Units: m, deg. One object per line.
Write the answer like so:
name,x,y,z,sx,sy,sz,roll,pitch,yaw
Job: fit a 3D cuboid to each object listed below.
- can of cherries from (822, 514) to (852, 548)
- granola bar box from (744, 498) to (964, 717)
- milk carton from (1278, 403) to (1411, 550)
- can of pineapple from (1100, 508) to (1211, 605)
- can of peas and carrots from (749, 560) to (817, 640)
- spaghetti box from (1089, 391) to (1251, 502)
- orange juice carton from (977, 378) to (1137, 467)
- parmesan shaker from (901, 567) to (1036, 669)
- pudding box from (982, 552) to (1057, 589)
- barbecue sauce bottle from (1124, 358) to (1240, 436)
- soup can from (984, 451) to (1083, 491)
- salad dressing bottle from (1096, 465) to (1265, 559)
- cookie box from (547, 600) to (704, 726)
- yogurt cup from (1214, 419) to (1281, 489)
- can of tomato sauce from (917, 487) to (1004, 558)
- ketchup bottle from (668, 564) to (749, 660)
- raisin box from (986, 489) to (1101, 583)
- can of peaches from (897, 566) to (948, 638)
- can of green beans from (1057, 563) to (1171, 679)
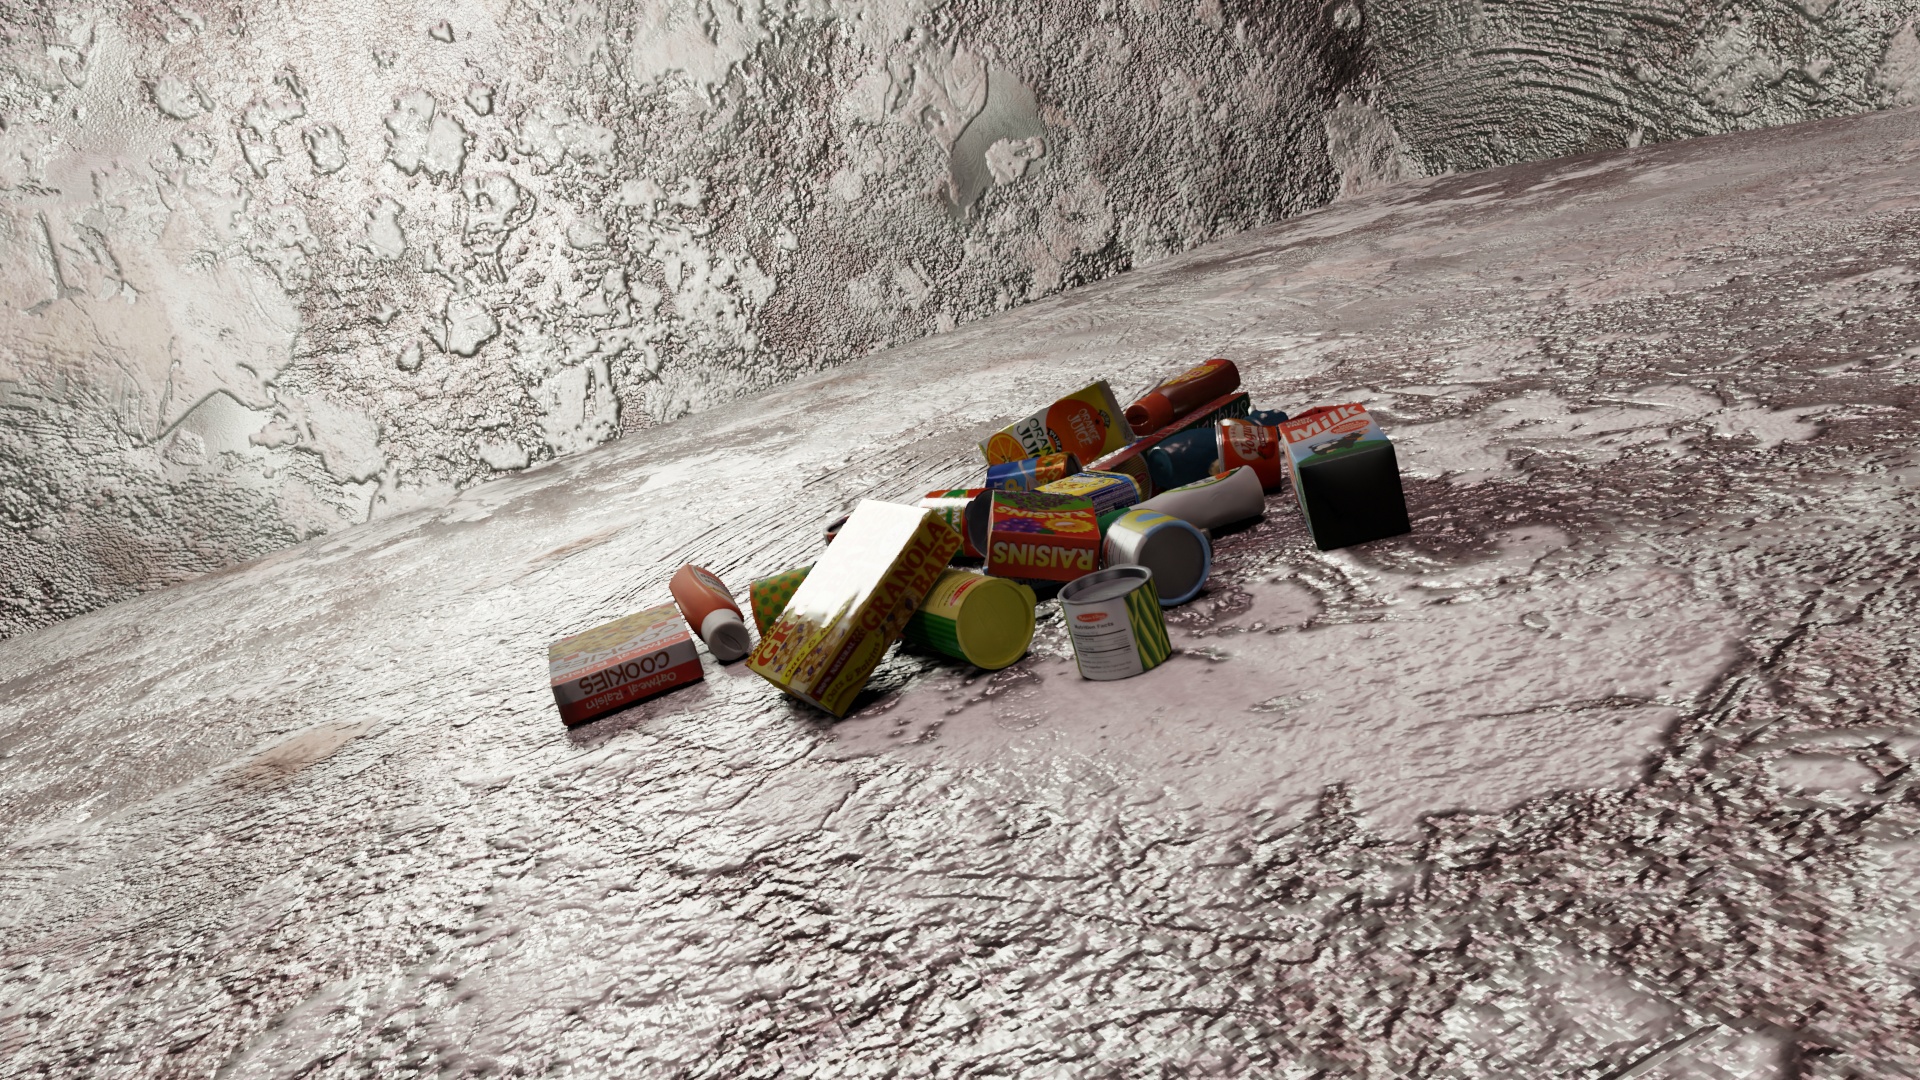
can of cherries,-0.092,0.007,1.347,0.071,0.058,0.072,-16,14,4
granola bar box,-0.083,0.048,1.064,0.166,0.039,0.124,-55,27,-14
milk carton,0.307,-0.060,1.133,0.073,0.072,0.191,-14,14,11
can of pineapple,0.149,0.012,1.051,0.071,0.071,0.058,-20,15,-14
can of peas and carrots,-0.145,0.057,1.195,0.059,0.070,0.071,-16,14,2
spaghetti box,0.217,-0.089,1.386,0.028,0.050,0.251,0,21,45
orange juice carton,0.107,-0.107,1.439,0.073,0.072,0.192,-26,2,-35
parmesan shaker,0.004,0.055,1.048,0.071,0.071,0.103,-23,15,-25
pudding box,0.063,0.021,1.182,0.083,0.030,0.050,-14,15,11
barbecue sauce bottle,0.232,-0.150,1.468,0.149,0.043,0.064,-29,12,-40
soup can,0.074,-0.047,1.355,0.083,0.071,0.071,-10,16,23
salad dressing bottle,0.182,-0.022,1.182,0.148,0.044,0.064,-17,-2,-4
cookie box,-0.301,0.107,1.241,0.123,0.040,0.167,-20,14,-14
yogurt cup,0.261,-0.074,1.259,0.054,0.072,0.072,-5,16,10
can of tomato sauce,0.005,-0.016,1.310,0.071,0.071,0.083,-27,17,-36
ketchup bottle,-0.226,0.068,1.268,0.043,0.064,0.149,-51,26,0
raisin box,0.064,-0.004,1.104,0.086,0.040,0.124,5,16,0
can of peaches,-0.046,0.041,1.154,0.071,0.071,0.058,-14,15,8
can of green beans,0.106,0.056,0.949,0.071,0.057,0.071,-16,14,4
